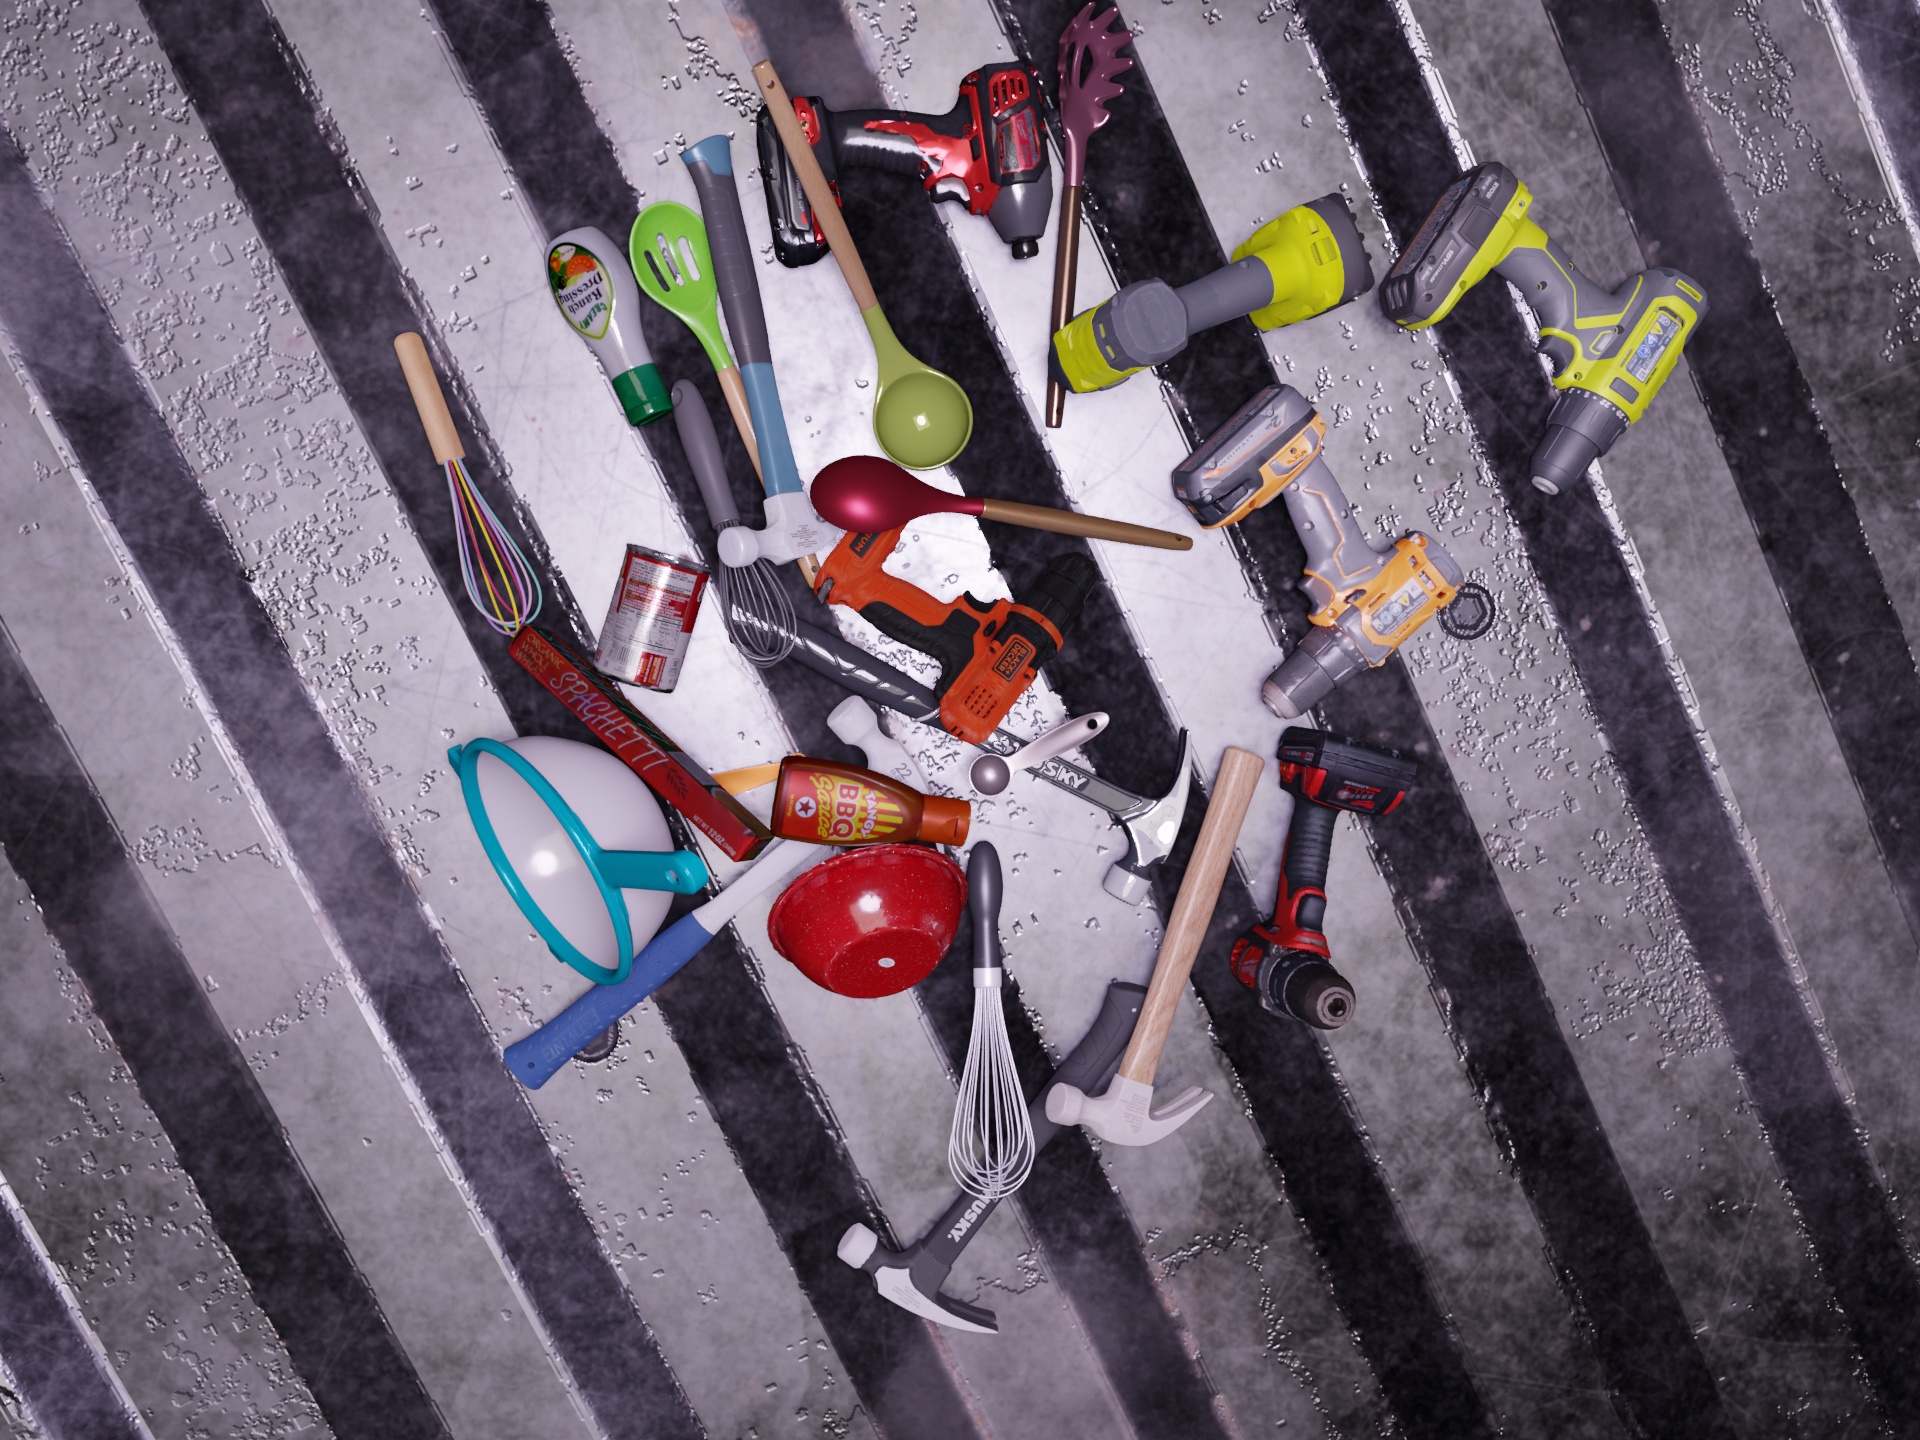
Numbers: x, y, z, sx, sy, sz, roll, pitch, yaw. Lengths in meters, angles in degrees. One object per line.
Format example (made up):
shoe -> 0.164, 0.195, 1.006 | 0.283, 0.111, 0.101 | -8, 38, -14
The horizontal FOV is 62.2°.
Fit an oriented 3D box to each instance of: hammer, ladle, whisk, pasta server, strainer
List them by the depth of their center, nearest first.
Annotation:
strainer -> -0.243, 0.085, 1.151 | 0.095, 0.340, 0.211 | -33, 107, -33
ladle -> -0.075, -0.323, 1.162 | 0.078, 0.062, 0.319 | -27, 125, -2
hammer -> -0.159, -0.282, 1.207 | 0.128, 0.033, 0.331 | -12, 89, -46
whisk -> -0.179, -0.153, 1.221 | 0.055, 0.055, 0.239 | -19, 83, -2
whisk -> -0.381, -0.181, 1.223 | 0.051, 0.047, 0.245 | -19, 94, -1
ladle -> 0.039, -0.159, 1.229 | 0.315, 0.031, 0.069 | 7, 64, -20
pasta server -> 0.089, -0.388, 1.237 | 0.060, 0.040, 0.316 | 1, 98, -27
hammer -> -0.192, 0.159, 1.264 | 0.405, 0.035, 0.144 | -39, 106, 4
whisk -> 0.023, 0.238, 1.273 | 0.070, 0.070, 0.285 | -1, 82, -4
hammer -> -0.002, -0.004, 1.274 | 0.409, 0.036, 0.149 | 27, 92, -6
hammer -> 0.180, 0.182, 1.285 | 0.130, 0.031, 0.331 | 22, 85, -23
hammer -> 0.056, 0.354, 1.317 | 0.146, 0.035, 0.335 | 38, 92, -6

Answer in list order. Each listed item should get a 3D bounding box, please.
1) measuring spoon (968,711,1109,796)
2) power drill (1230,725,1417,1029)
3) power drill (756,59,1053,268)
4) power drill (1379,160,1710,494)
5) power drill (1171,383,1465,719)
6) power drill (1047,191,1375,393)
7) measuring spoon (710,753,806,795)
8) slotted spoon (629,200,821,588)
measuring spoon -> 0.062, 0.024, 1.260 | 0.124, 0.018, 0.034 | -26, 92, -9
power drill -> 0.281, 0.125, 1.235 | 0.080, 0.188, 0.227 | 15, 91, -7
power drill -> -0.038, -0.412, 1.209 | 0.219, 0.078, 0.143 | -10, 97, -6
power drill -> 0.451, -0.309, 1.255 | 0.228, 0.080, 0.190 | 33, 93, -10
power drill -> 0.264, -0.128, 1.260 | 0.185, 0.084, 0.226 | -43, 102, 2
power drill -> 0.177, -0.308, 1.187 | 0.223, 0.171, 0.080 | -25, 98, -17
measuring spoon -> -0.178, 0.048, 1.280 | 0.117, 0.011, 0.021 | -15, 99, 1
slotted spoon -> -0.174, -0.248, 1.238 | 0.070, 0.031, 0.313 | -27, 100, -21
